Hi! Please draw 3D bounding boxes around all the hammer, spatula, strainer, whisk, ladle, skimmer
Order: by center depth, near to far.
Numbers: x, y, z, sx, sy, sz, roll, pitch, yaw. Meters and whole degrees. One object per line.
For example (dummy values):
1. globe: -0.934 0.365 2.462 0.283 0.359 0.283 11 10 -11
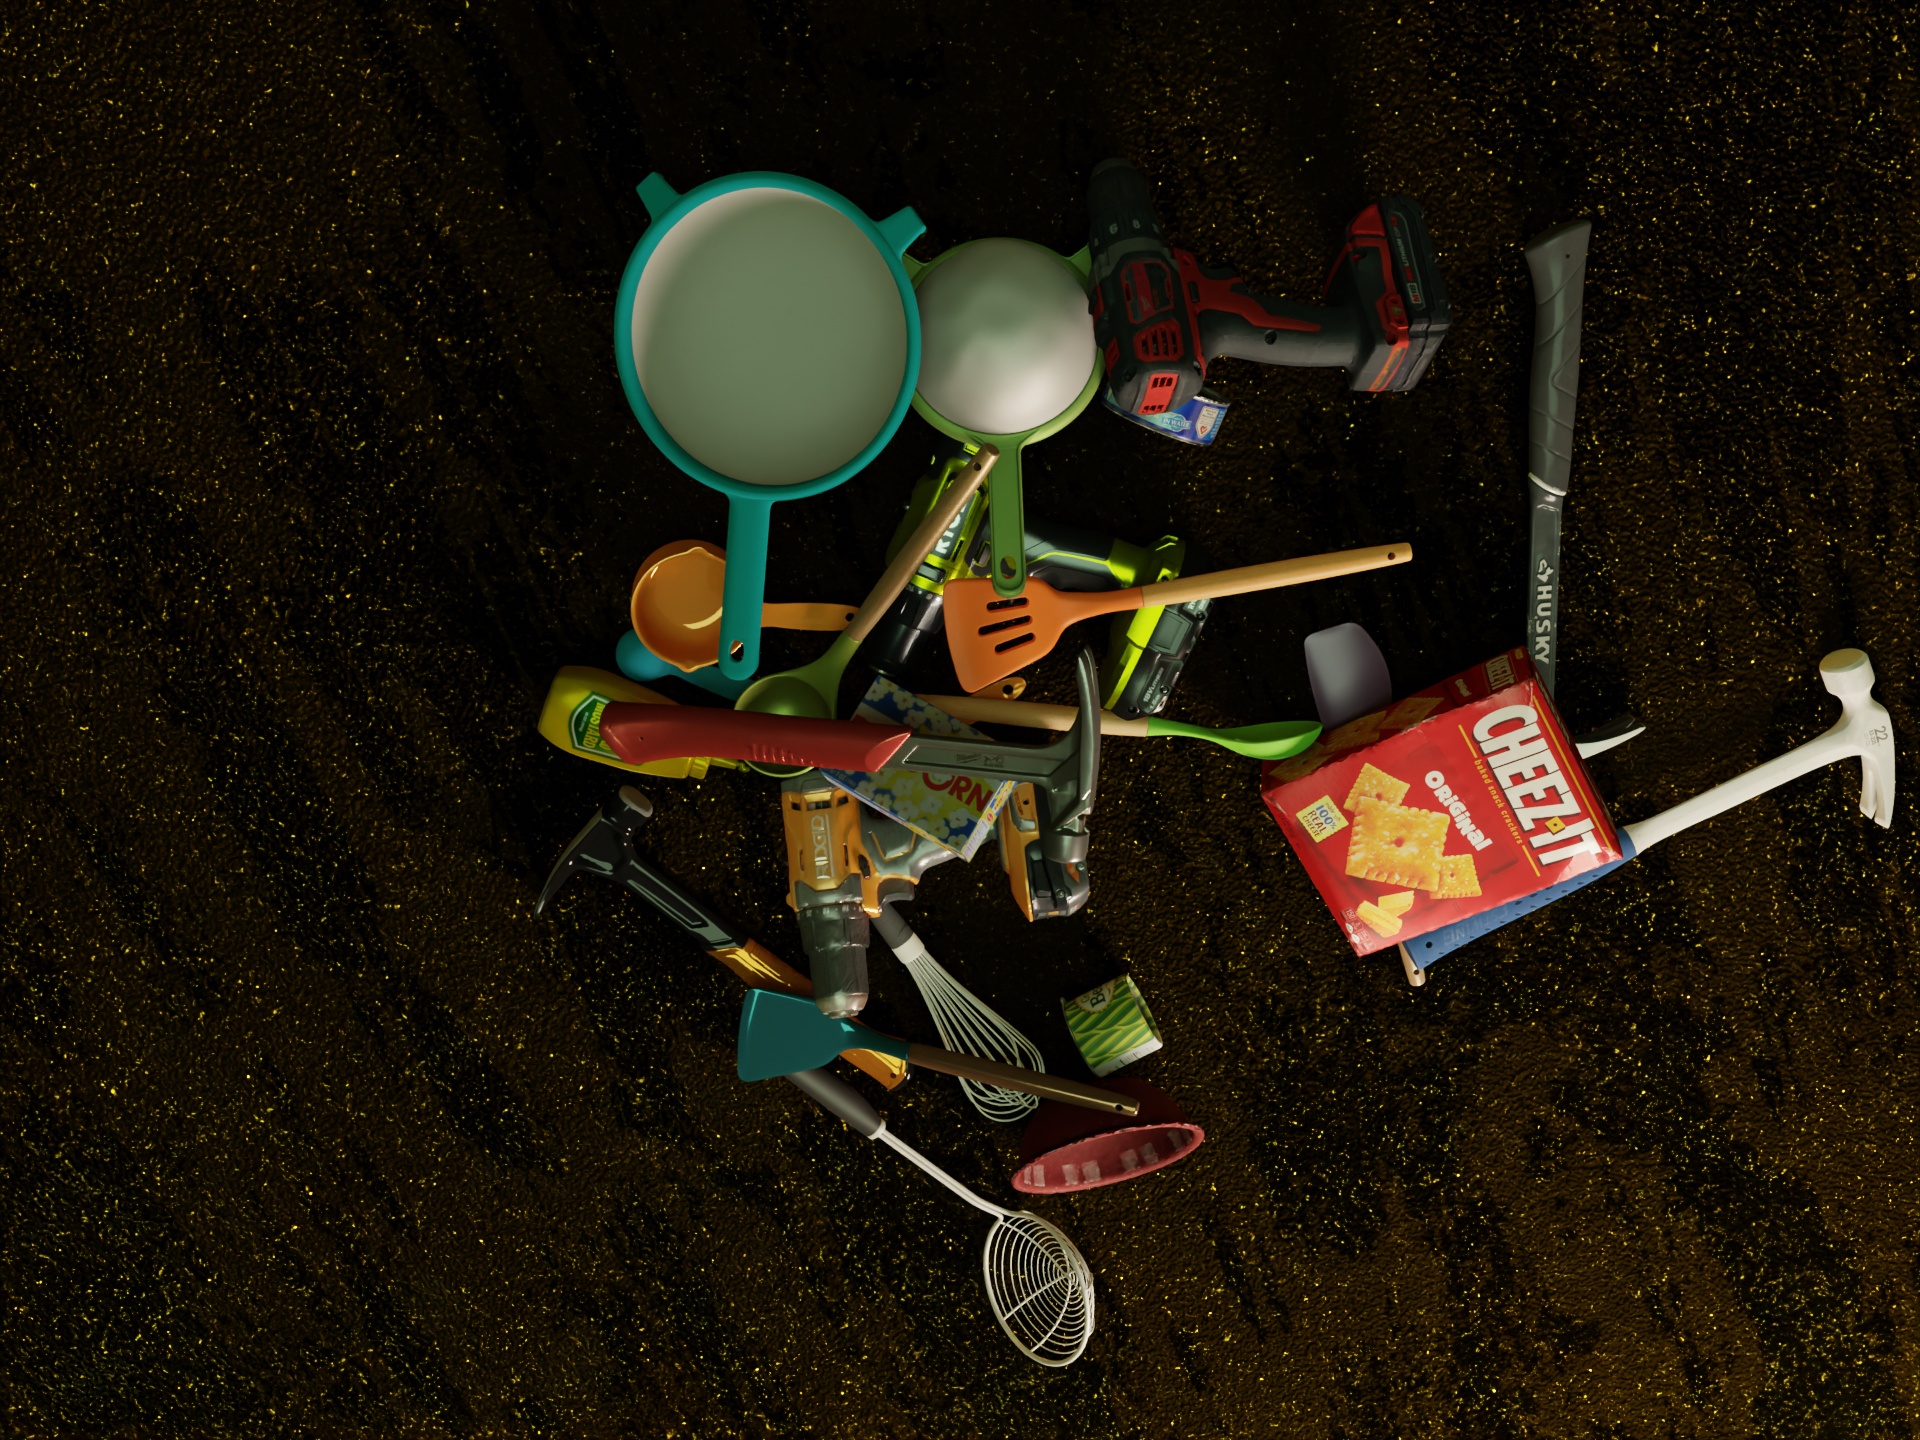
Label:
1. strainer: 0.028 -0.213 1.067 0.151 0.069 0.256 -2 82 0
2. spatula: 0.150 -0.087 1.098 0.322 0.041 0.081 -10 103 5
3. strainer: -0.129 -0.200 1.103 0.211 0.095 0.340 10 108 9
4. hammer: -0.082 0.008 1.112 0.359 0.037 0.149 6 108 13
5. ladle: -0.067 -0.073 1.118 0.078 0.062 0.320 40 126 0
6. hammer: 0.436 -0.154 1.169 0.149 0.036 0.408 -4 109 -1
7. hammer: 0.537 0.095 1.247 0.405 0.035 0.144 -27 108 5
8. spatula: -0.018 0.273 1.247 0.317 0.044 0.082 11 104 12
9. spatula: 0.331 0.071 1.254 0.060 0.018 0.315 -16 108 4
10. whisk: -0.023 0.206 1.278 0.070 0.070 0.284 -34 102 10
11. hammer: -0.176 0.198 1.280 0.336 0.034 0.127 39 103 -13
12. skimmer: -0.034 0.398 1.323 0.363 0.090 0.127 39 136 -11

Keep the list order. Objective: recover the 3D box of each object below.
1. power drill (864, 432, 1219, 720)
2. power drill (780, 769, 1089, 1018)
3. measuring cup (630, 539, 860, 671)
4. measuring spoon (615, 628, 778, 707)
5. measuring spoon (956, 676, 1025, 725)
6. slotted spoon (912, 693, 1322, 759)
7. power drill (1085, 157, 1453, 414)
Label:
1. power drill: 0.054 -0.090 1.162 0.228 0.080 0.190 23 106 -6
2. power drill: -0.019 0.121 1.198 0.226 0.084 0.185 -7 76 1
3. measuring cup: -0.157 -0.087 1.175 0.173 0.052 0.095 2 112 -16
4. measuring spoon: -0.200 -0.033 1.204 0.128 0.021 0.042 20 108 -8
5. measuring spoon: -0.002 -0.004 1.227 0.117 0.011 0.021 -28 105 5
6. slotted spoon: 0.115 0.002 1.205 0.314 0.070 0.031 6 100 1
7. power drill: 0.194 -0.298 1.065 0.226 0.080 0.188 -5 67 -7
